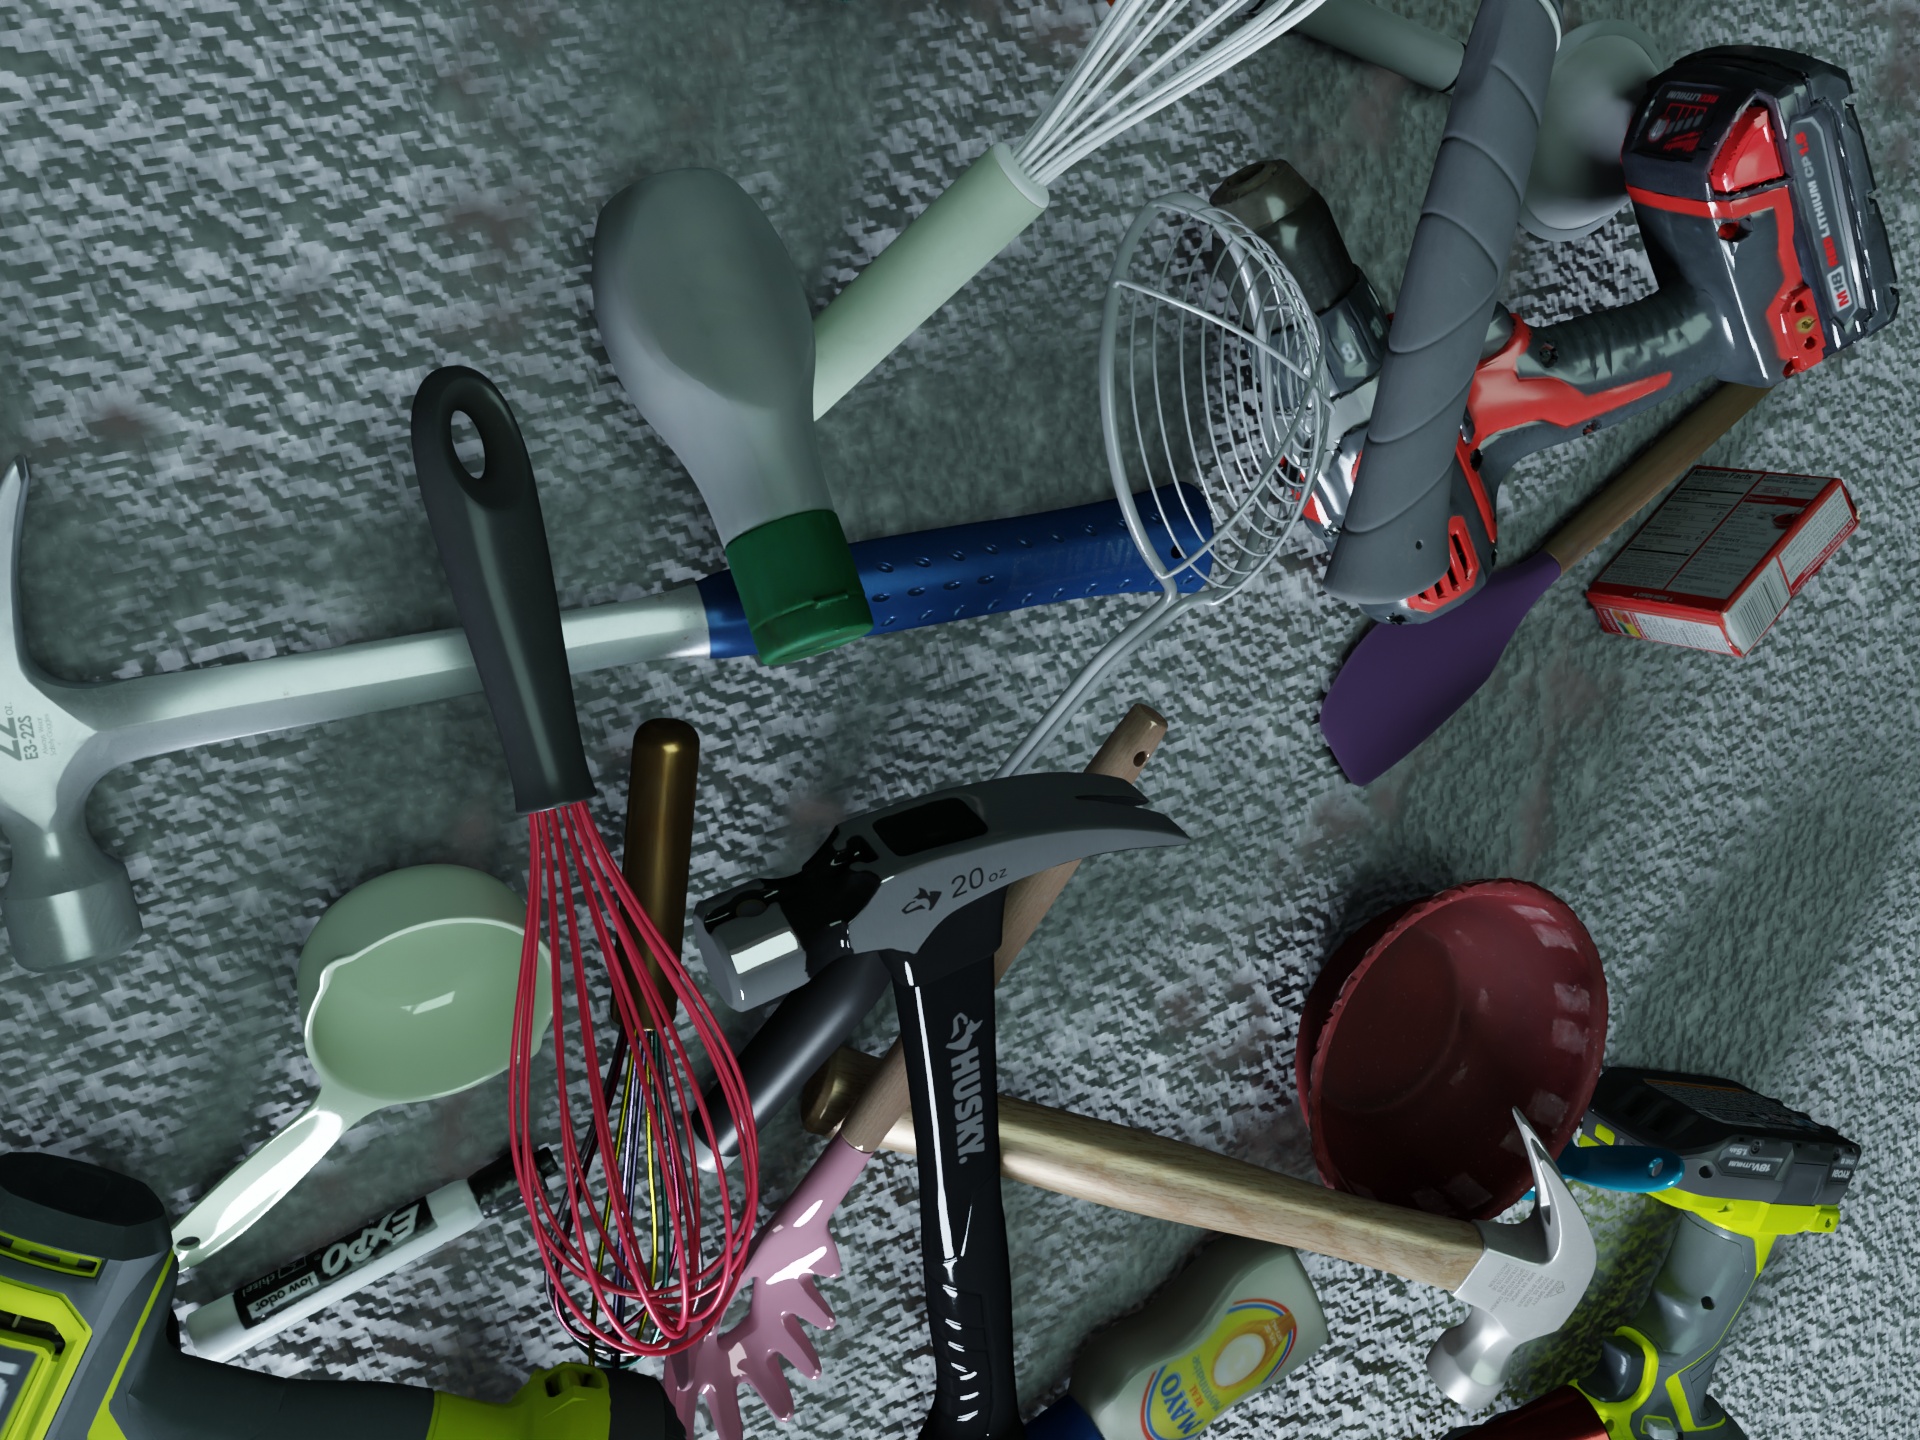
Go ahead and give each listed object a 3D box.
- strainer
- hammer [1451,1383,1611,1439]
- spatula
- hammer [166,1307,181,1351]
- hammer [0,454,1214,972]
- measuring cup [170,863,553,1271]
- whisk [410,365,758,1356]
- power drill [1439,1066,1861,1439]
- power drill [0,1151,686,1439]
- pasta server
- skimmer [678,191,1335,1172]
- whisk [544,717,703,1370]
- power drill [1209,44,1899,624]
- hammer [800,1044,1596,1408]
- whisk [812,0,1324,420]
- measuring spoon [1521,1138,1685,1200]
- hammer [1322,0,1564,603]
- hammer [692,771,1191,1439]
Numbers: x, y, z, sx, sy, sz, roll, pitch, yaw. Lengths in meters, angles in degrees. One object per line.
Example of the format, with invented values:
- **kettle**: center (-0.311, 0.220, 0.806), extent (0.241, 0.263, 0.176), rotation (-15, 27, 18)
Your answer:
- **strainer**: center (0.199, -0.248, 0.617), extent (0.258, 0.050, 0.087), rotation (10, 111, -24)
- **hammer**: center (0.099, 0.347, 0.648), extent (0.359, 0.037, 0.149), rotation (-18, 119, -9)
- **spatula**: center (0.274, -0.086, 0.698), extent (0.316, 0.018, 0.059), rotation (-39, 114, -13)
- **hammer**: center (-0.372, 0.293, 0.457), extent (0.337, 0.034, 0.127), rotation (-44, 117, -11)
- **hammer**: center (-0.096, -0.037, 0.519), extent (0.405, 0.035, 0.144), rotation (-12, 106, -23)
- **measuring cup**: center (-0.200, 0.110, 0.503), extent (0.167, 0.038, 0.083), rotation (-43, 136, 8)
- **whisk**: center (-0.113, 0.043, 0.462), extent (0.073, 0.073, 0.296), rotation (-14, 94, -23)
- **power drill**: center (0.330, 0.292, 0.775), extent (0.190, 0.080, 0.228), rotation (12, 98, -28)
- **power drill**: center (-0.206, 0.241, 0.458), extent (0.223, 0.080, 0.171), rotation (25, 82, -18)
- **pasta server**: center (-0.018, 0.129, 0.544), extent (0.060, 0.040, 0.316), rotation (17, 113, -42)
- **skimmer**: center (-0.001, -0.002, 0.538), extent (0.363, 0.090, 0.127), rotation (-51, 150, 15)
- **whisk**: center (-0.107, 0.116, 0.531), extent (0.047, 0.051, 0.245), rotation (-10, 114, -48)
- **power drill**: center (0.212, -0.162, 0.594), extent (0.226, 0.080, 0.187), rotation (-32, 117, 3)
- **hammer**: center (0.100, 0.181, 0.618), extent (0.331, 0.031, 0.130), rotation (19, 113, -14)
- **whisk**: center (0.024, -0.169, 0.478), extent (0.246, 0.058, 0.059), rotation (-37, 157, 27)
- **measuring spoon**: center (0.273, 0.192, 0.703), extent (0.021, 0.128, 0.042), rotation (31, 74, -3)
- **hammer**: center (0.172, -0.233, 0.475), extent (0.149, 0.036, 0.408), rotation (0, 109, -33)
- **hammer**: center (0.005, 0.158, 0.541), extent (0.146, 0.035, 0.334), rotation (-21, 131, -22)
